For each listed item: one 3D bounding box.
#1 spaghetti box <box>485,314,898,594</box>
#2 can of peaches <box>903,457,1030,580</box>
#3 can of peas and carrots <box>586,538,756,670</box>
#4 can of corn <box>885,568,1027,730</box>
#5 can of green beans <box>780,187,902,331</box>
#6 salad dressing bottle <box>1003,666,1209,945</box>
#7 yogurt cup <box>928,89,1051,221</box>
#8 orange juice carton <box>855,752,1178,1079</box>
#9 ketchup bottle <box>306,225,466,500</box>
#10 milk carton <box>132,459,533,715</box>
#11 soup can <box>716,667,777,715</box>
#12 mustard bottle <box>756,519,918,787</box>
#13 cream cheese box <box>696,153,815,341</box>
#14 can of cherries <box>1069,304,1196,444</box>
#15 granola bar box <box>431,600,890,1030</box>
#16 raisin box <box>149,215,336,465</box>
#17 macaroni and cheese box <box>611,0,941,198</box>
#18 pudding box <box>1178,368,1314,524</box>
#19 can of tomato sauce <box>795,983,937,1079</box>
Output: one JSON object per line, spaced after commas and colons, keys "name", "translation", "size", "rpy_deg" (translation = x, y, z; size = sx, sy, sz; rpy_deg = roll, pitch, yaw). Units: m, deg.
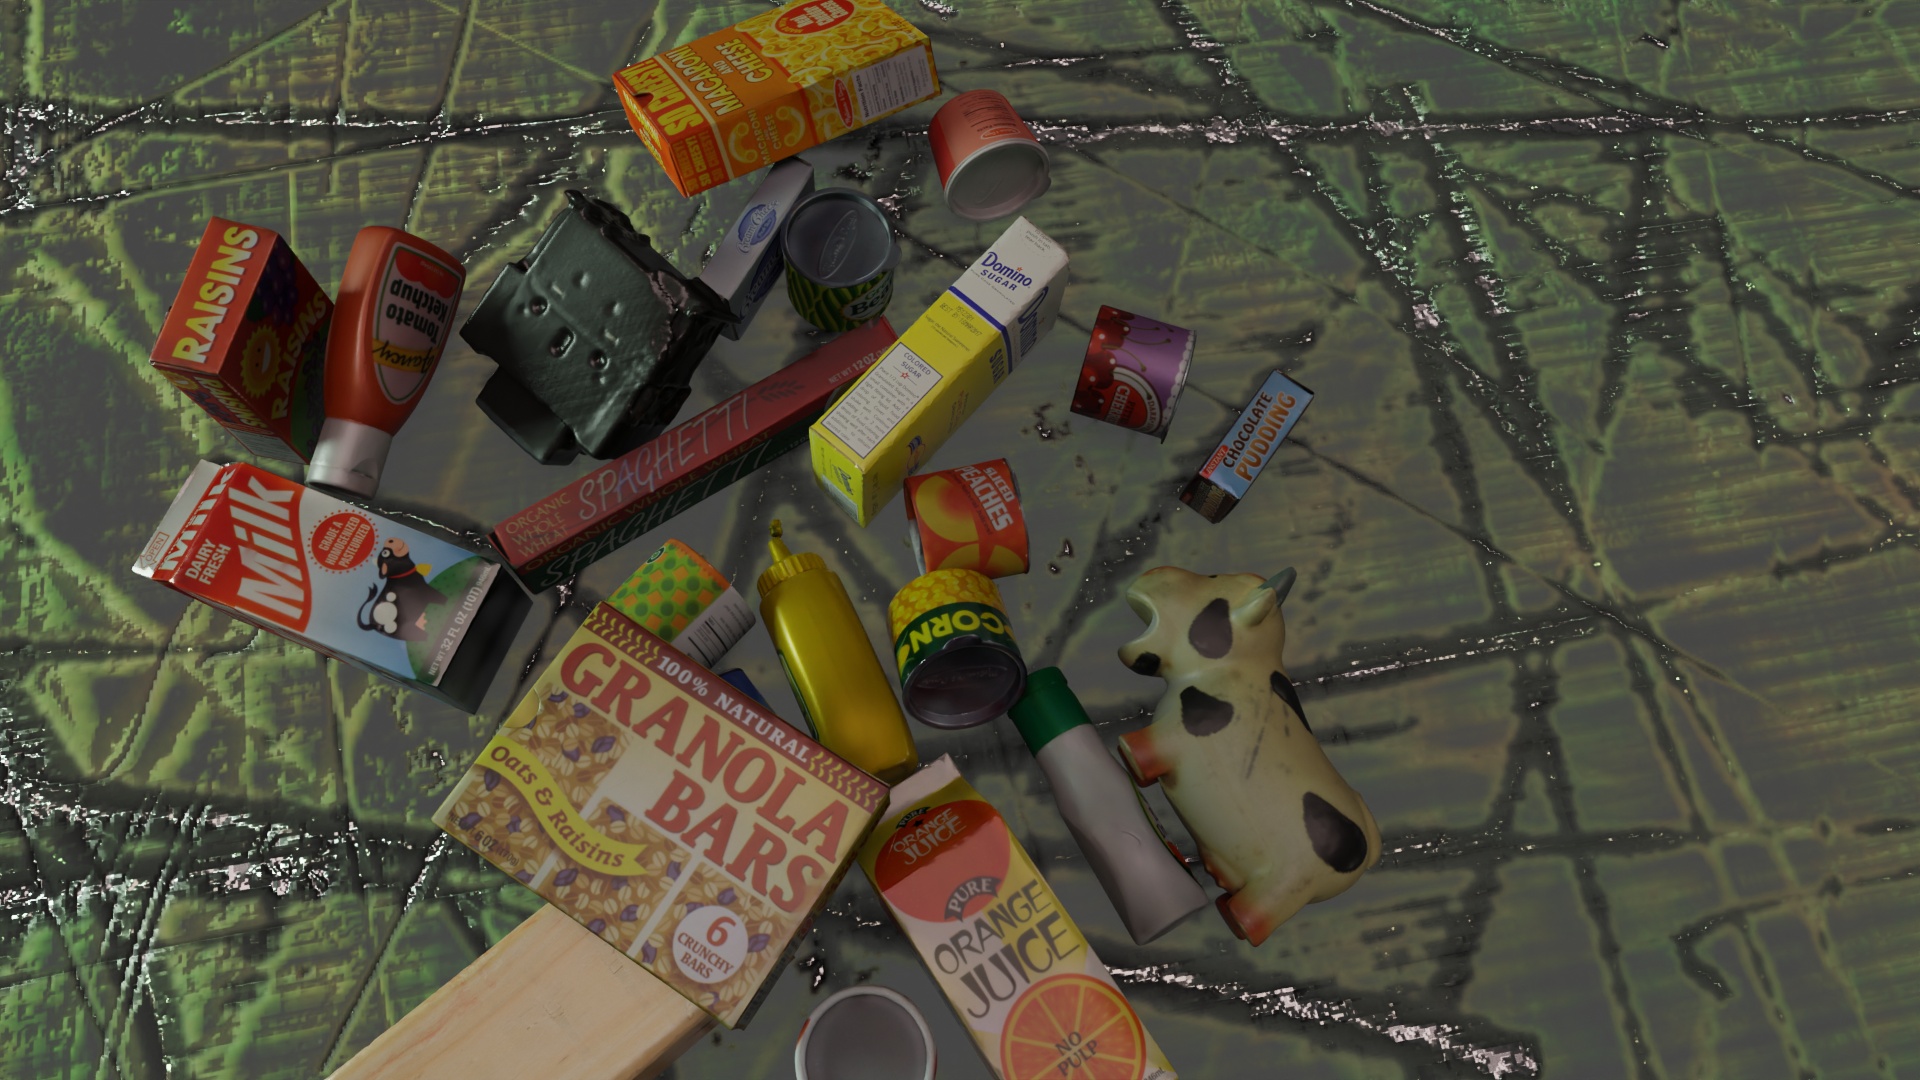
{"name": "spaghetti box", "translation": [-0.142, -0.049, 0.783], "size": [0.251, 0.050, 0.029], "rpy_deg": [-31, 75, -13]}
{"name": "can of peaches", "translation": [0.003, -0.010, 0.768], "size": [0.058, 0.071, 0.071], "rpy_deg": [-11, 72, -6]}
{"name": "can of peas and carrots", "translation": [-0.154, 0.040, 0.743], "size": [0.071, 0.070, 0.059], "rpy_deg": [41, 73, 10]}
{"name": "can of corn", "translation": [-0.003, 0.055, 0.736], "size": [0.071, 0.070, 0.058], "rpy_deg": [-10, 43, -7]}
{"name": "can of green beans", "translation": [-0.072, -0.165, 0.823], "size": [0.071, 0.057, 0.071], "rpy_deg": [1, 71, -3]}
{"name": "salad dressing bottle", "translation": [0.073, 0.136, 0.729], "size": [0.044, 0.064, 0.148], "rpy_deg": [-30, 68, -3]}
{"name": "yogurt cup", "translation": [0.014, -0.238, 0.852], "size": [0.072, 0.072, 0.054], "rpy_deg": [-18, 65, -9]}
{"name": "orange juice carton", "translation": [0.018, 0.203, 0.694], "size": [0.072, 0.072, 0.193], "rpy_deg": [-32, 76, -13]}
{"name": "ketchup bottle", "translation": [-0.329, -0.098, 0.784], "size": [0.043, 0.064, 0.149], "rpy_deg": [5, 77, 30]}
{"name": "milk carton", "translation": [-0.335, 0.020, 0.734], "size": [0.191, 0.073, 0.072], "rpy_deg": [22, 72, 4]}
{"name": "soup can", "translation": [-0.113, 0.118, 0.720], "size": [0.071, 0.071, 0.084], "rpy_deg": [-38, 78, -14]}
{"name": "mustard bottle", "translation": [-0.074, 0.058, 0.746], "size": [0.049, 0.065, 0.160], "rpy_deg": [-23, 68, -10]}
{"name": "cream cheese box", "translation": [-0.119, -0.174, 0.826], "size": [0.024, 0.053, 0.104], "rpy_deg": [26, 71, 7]}
{"name": "can of cherries", "translation": [0.099, -0.096, 0.805], "size": [0.058, 0.071, 0.072], "rpy_deg": [17, 71, 2]}
{"name": "granola bar box", "translation": [-0.133, 0.123, 0.634], "size": [0.166, 0.039, 0.124], "rpy_deg": [31, 71, 8]}
{"name": "raisin box", "translation": [-0.375, -0.104, 0.748], "size": [0.040, 0.123, 0.086], "rpy_deg": [13, 71, 0]}
{"name": "macaroni and cheese box", "translation": [-0.114, -0.278, 0.841], "size": [0.167, 0.040, 0.124], "rpy_deg": [-26, 44, -12]}
{"name": "pudding box", "translation": [0.166, -0.054, 0.805], "size": [0.030, 0.049, 0.084], "rpy_deg": [37, 73, 7]}
{"name": "can of tomato sauce", "translation": [-0.044, 0.250, 0.668], "size": [0.071, 0.082, 0.071], "rpy_deg": [1, 71, -3]}
